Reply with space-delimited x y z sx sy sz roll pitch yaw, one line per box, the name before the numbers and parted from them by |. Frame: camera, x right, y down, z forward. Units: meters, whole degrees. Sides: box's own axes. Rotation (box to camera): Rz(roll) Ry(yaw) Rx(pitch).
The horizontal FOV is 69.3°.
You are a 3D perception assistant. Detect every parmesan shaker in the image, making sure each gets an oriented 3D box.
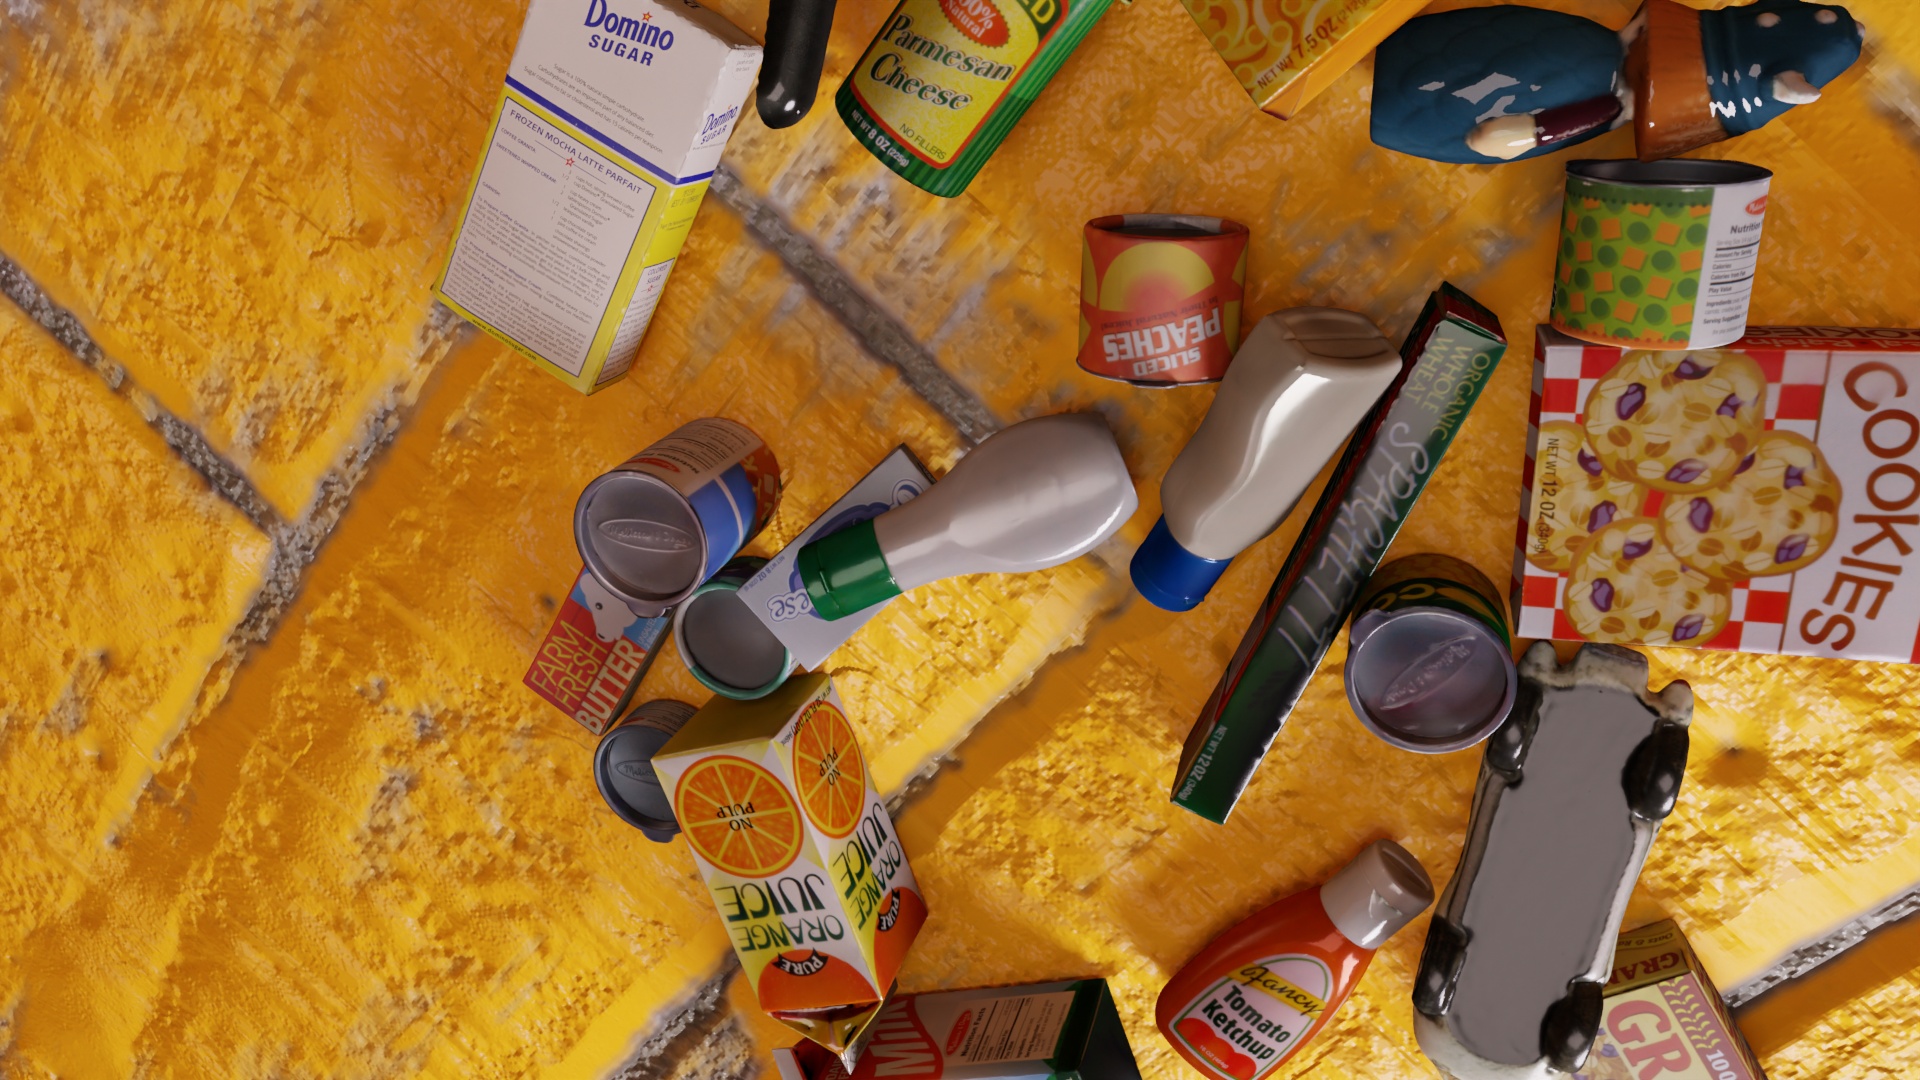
parmesan shaker | 0.007 -0.192 0.544 0.071 0.071 0.102 41 117 -1

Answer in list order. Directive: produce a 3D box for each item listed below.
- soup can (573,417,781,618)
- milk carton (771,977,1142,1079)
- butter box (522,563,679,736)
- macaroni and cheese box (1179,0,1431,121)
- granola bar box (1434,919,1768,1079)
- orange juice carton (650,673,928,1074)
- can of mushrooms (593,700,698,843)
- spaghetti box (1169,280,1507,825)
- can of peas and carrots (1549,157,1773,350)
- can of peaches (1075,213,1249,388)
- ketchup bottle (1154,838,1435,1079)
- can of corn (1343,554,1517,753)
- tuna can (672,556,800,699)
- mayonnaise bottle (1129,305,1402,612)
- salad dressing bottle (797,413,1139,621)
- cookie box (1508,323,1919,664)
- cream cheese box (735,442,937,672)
soup can | -0.130 -0.012 0.649 0.071 0.084 0.071 6 113 16
milk carton | -0.008 0.291 0.736 0.190 0.074 0.072 -13 107 22
butter box | -0.185 0.050 0.725 0.053 0.024 0.103 35 117 1
macaroni and cheese box | 0.109 -0.253 0.480 0.123 0.040 0.166 -38 81 26
granola bar box | 0.311 0.270 0.645 0.124 0.039 0.165 -29 100 25
orange juice carton | -0.077 0.172 0.712 0.073 0.072 0.192 -14 106 23
can of mushrooms | -0.158 0.122 0.740 0.071 0.033 0.070 6 112 15
spaghetti box | 0.154 0.012 0.587 0.029 0.050 0.248 25 116 5
can of peas and carrots | 0.249 -0.105 0.503 0.071 0.071 0.058 4 113 16
can of peaches | 0.081 -0.097 0.556 0.071 0.071 0.057 7 112 15
ketchup bottle | 0.161 0.200 0.663 0.065 0.044 0.148 39 116 1
can of corn | 0.194 0.044 0.582 0.071 0.058 0.071 6 113 15
tuna can | -0.105 0.045 0.693 0.071 0.033 0.070 7 113 16
mayonnaise bottle | 0.116 -0.029 0.569 0.041 0.065 0.147 62 143 31
salad dressing bottle | 0.002 -0.008 0.609 0.147 0.044 0.064 -22 92 6
cookie box | 0.306 -0.018 0.532 0.167 0.040 0.122 3 112 16
cream cheese box | -0.048 0.008 0.647 0.103 0.024 0.053 -41 95 7
